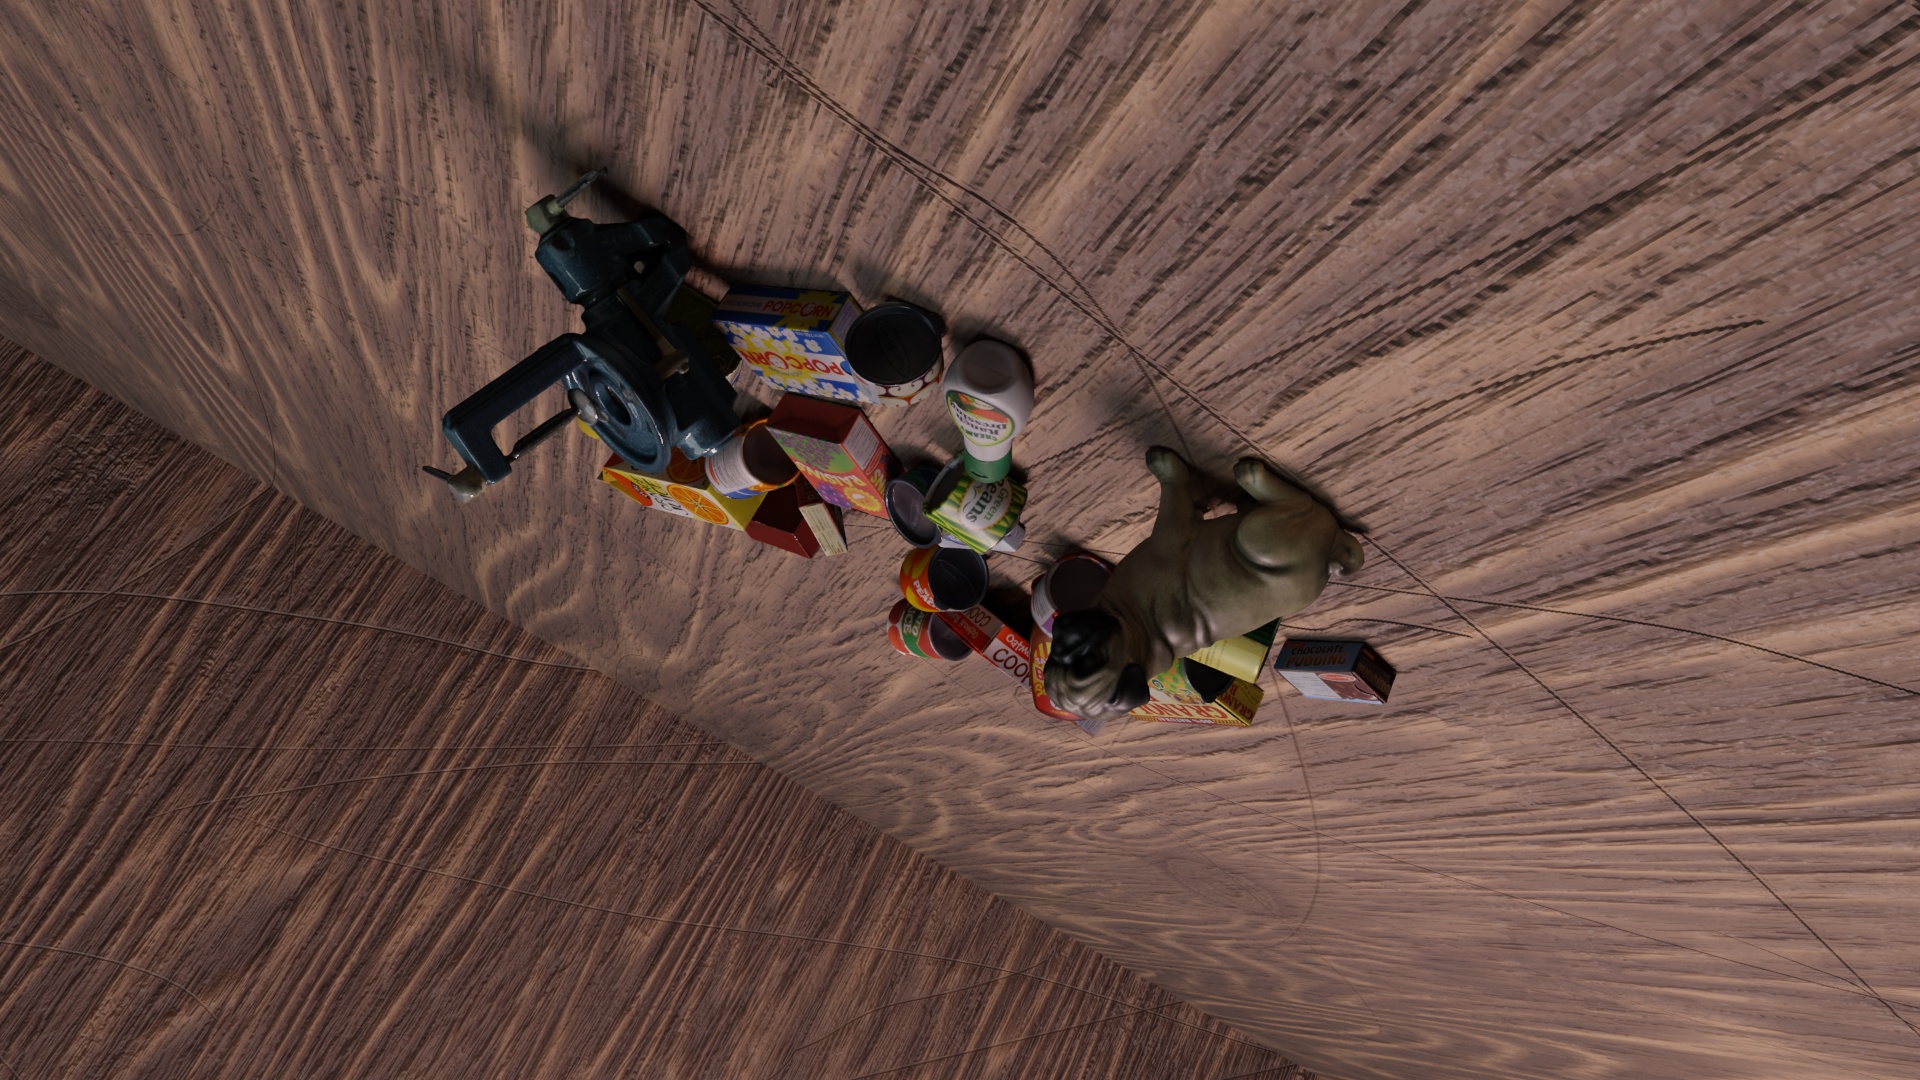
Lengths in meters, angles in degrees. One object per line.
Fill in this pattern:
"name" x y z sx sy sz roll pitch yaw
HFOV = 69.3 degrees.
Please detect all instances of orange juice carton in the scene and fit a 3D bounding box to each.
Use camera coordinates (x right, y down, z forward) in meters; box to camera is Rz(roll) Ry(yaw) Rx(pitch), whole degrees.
"orange juice carton" -0.283 -0.073 1.389 0.193 0.072 0.072 13 154 35

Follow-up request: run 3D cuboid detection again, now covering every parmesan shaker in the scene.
"parmesan shaker" 0.197 0.066 1.105 0.103 0.071 0.071 22 159 15

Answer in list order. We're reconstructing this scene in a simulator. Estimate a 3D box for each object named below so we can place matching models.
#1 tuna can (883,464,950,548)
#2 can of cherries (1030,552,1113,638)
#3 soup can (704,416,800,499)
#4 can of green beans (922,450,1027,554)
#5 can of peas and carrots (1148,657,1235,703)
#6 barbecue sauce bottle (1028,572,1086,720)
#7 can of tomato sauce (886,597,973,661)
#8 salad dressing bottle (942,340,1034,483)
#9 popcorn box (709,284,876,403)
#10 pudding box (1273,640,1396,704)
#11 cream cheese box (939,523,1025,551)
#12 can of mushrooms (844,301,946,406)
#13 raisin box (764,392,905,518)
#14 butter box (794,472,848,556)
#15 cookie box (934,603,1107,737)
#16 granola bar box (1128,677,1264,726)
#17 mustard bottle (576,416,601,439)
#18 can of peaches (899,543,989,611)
"tuna can" -0.030 -0.028 1.183 0.071 0.033 0.070 31 137 34
"can of cherries" 0.101 0.049 1.197 0.071 0.072 0.058 28 159 1
"soup can" -0.186 -0.076 1.270 0.071 0.071 0.083 37 157 -23
"can of green beans" 0.011 -0.032 1.113 0.058 0.071 0.071 35 159 -17
"can of peas and carrots" 0.195 0.102 1.190 0.071 0.071 0.058 39 158 -27
"barbecue sauce bottle" 0.092 0.098 1.283 0.065 0.044 0.147 8 128 25
"can of tomato sauce" -0.030 0.090 1.464 0.071 0.071 0.083 40 158 -28
"salad dressing bottle" 0.020 -0.088 0.997 0.064 0.044 0.147 22 159 10
"popcorn box" -0.115 -0.147 1.039 0.127 0.038 0.085 12 153 38
"pudding box" 0.302 0.106 1.120 0.049 0.030 0.083 40 157 -27
"cream cheese box" 0.004 -0.015 1.223 0.103 0.024 0.053 3 149 50
"can of mushrooms" -0.042 -0.128 0.954 0.071 0.071 0.033 23 159 14
"raisin box" -0.102 -0.071 1.205 0.086 0.040 0.123 15 157 31
"butter box" -0.133 -0.031 1.320 0.024 0.053 0.103 -14 151 3
"cookie box" 0.062 0.122 1.399 0.167 0.040 0.123 39 178 -28
"granola bar box" 0.184 0.129 1.315 0.124 0.039 0.165 37 159 -23
"mustard bottle" -0.347 -0.127 1.373 0.065 0.049 0.160 39 157 -21
"can of peaches" -0.017 0.036 1.308 0.071 0.071 0.058 37 159 -23
